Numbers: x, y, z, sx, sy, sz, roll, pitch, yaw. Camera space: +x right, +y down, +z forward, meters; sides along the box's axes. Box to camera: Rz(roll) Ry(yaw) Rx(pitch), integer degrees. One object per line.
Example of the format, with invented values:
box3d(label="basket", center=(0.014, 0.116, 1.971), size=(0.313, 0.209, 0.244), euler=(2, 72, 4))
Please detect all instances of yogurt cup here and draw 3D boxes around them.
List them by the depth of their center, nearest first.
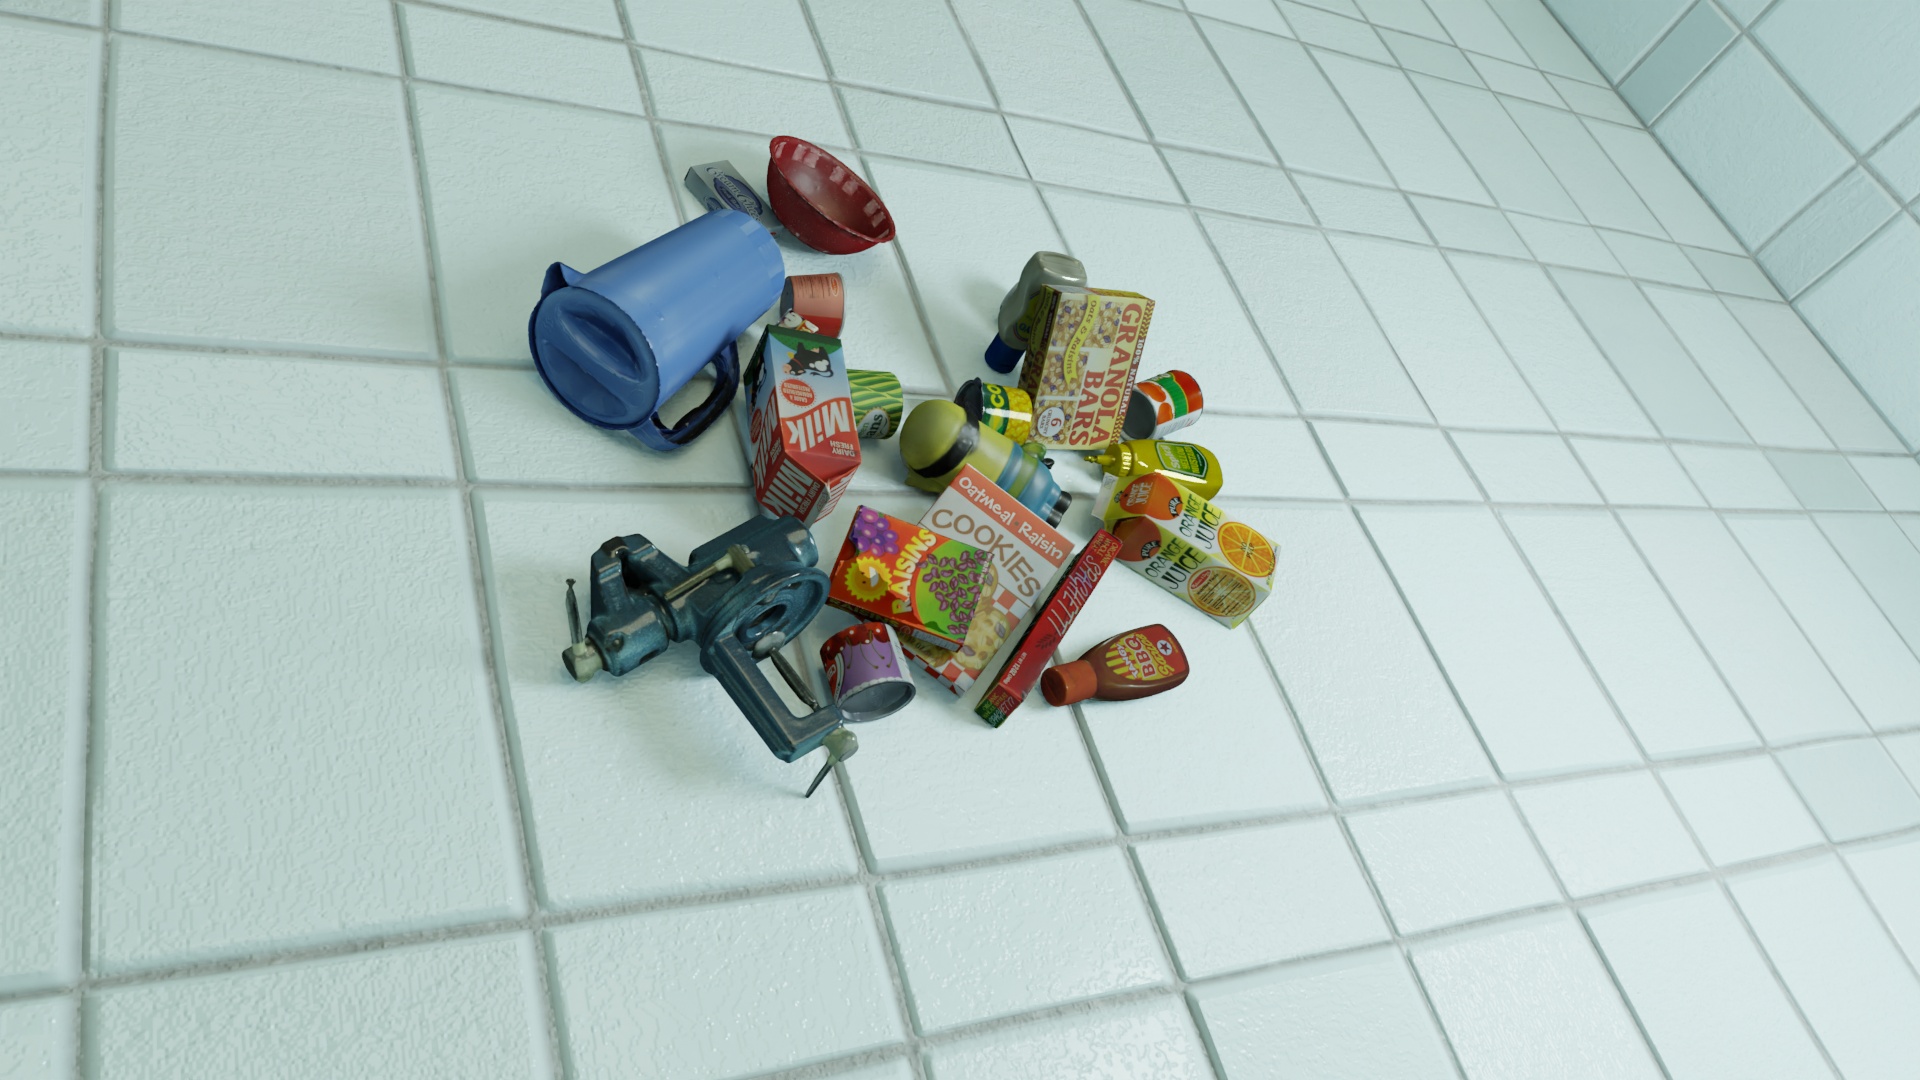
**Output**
box3d(label="yogurt cup", center=(-0.147, -0.234, 1.381), size=(0.054, 0.072, 0.073), euler=(0, 54, -21))

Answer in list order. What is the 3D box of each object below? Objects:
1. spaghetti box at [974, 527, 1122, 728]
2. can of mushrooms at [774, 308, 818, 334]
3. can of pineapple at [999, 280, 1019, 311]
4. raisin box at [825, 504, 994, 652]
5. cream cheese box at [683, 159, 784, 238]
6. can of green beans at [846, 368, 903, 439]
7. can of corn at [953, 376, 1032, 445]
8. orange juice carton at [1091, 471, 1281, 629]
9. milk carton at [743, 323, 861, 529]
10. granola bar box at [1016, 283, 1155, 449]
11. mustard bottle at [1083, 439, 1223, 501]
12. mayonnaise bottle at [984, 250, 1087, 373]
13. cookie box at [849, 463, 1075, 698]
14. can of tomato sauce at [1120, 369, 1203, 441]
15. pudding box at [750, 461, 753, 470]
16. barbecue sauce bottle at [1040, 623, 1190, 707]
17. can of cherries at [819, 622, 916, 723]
box3d(label="spaghetti box", center=(0.085, 0.074, 1.272), size=(0.029, 0.050, 0.251), euler=(38, 44, 0))
box3d(label="can of mushrooms", center=(-0.166, -0.185, 1.322), size=(0.033, 0.070, 0.071), euler=(35, 44, -3))
box3d(label="can of pineapple", center=(0.086, -0.257, 1.541), size=(0.058, 0.070, 0.071), euler=(47, 45, 11))
box3d(label="raisin box", center=(-0.044, 0.033, 1.164), size=(0.123, 0.040, 0.086), euler=(21, 73, -2))
box3d(label="cream cheese box", center=(-0.236, -0.353, 1.454), size=(0.104, 0.024, 0.053), euler=(49, 44, 12))
box3d(label="can of green beans", center=(-0.095, -0.130, 1.323), size=(0.058, 0.071, 0.071), euler=(1, 54, -31))
box3d(label="can of corn", center=(0.032, -0.127, 1.394), size=(0.058, 0.070, 0.071), euler=(7, 51, -28))
box3d(label="orange juice carton", center=(0.220, 0.001, 1.400), size=(0.193, 0.072, 0.072), euler=(31, 45, -5))
box3d(label="milk carton", center=(-0.138, -0.093, 1.216), size=(0.073, 0.072, 0.191), euler=(8, 51, -26))
box3d(label="granola bar box", center=(0.123, -0.177, 1.428), size=(0.124, 0.164, 0.039), euler=(-2, 26, -33))
box3d(label="mustard bottle", center=(0.202, -0.077, 1.471), size=(0.160, 0.048, 0.065), euler=(6, 51, -28))
box3d(label="mayonnaise bottle", center=(0.073, -0.236, 1.455), size=(0.065, 0.147, 0.041), euler=(7, 51, -27))
box3d(label="cookie box", center=(0.003, 0.034, 1.215), size=(0.123, 0.040, 0.168), euler=(37, 72, 2))
box3d(label="can of tomato sauce", center=(0.215, -0.148, 1.526), size=(0.083, 0.070, 0.071), euler=(-23, 68, -41))
box3d(label="pudding box", center=(-0.146, -0.076, 1.272), size=(0.050, 0.030, 0.084), euler=(44, 45, 7))
box3d(label="barbecue sauce bottle", center=(0.140, 0.119, 1.273), size=(0.149, 0.043, 0.065), euler=(-11, 62, -37))
box3d(label="can of cherries", center=(-0.079, 0.108, 1.134), size=(0.071, 0.071, 0.058), euler=(-1, 55, -32))
